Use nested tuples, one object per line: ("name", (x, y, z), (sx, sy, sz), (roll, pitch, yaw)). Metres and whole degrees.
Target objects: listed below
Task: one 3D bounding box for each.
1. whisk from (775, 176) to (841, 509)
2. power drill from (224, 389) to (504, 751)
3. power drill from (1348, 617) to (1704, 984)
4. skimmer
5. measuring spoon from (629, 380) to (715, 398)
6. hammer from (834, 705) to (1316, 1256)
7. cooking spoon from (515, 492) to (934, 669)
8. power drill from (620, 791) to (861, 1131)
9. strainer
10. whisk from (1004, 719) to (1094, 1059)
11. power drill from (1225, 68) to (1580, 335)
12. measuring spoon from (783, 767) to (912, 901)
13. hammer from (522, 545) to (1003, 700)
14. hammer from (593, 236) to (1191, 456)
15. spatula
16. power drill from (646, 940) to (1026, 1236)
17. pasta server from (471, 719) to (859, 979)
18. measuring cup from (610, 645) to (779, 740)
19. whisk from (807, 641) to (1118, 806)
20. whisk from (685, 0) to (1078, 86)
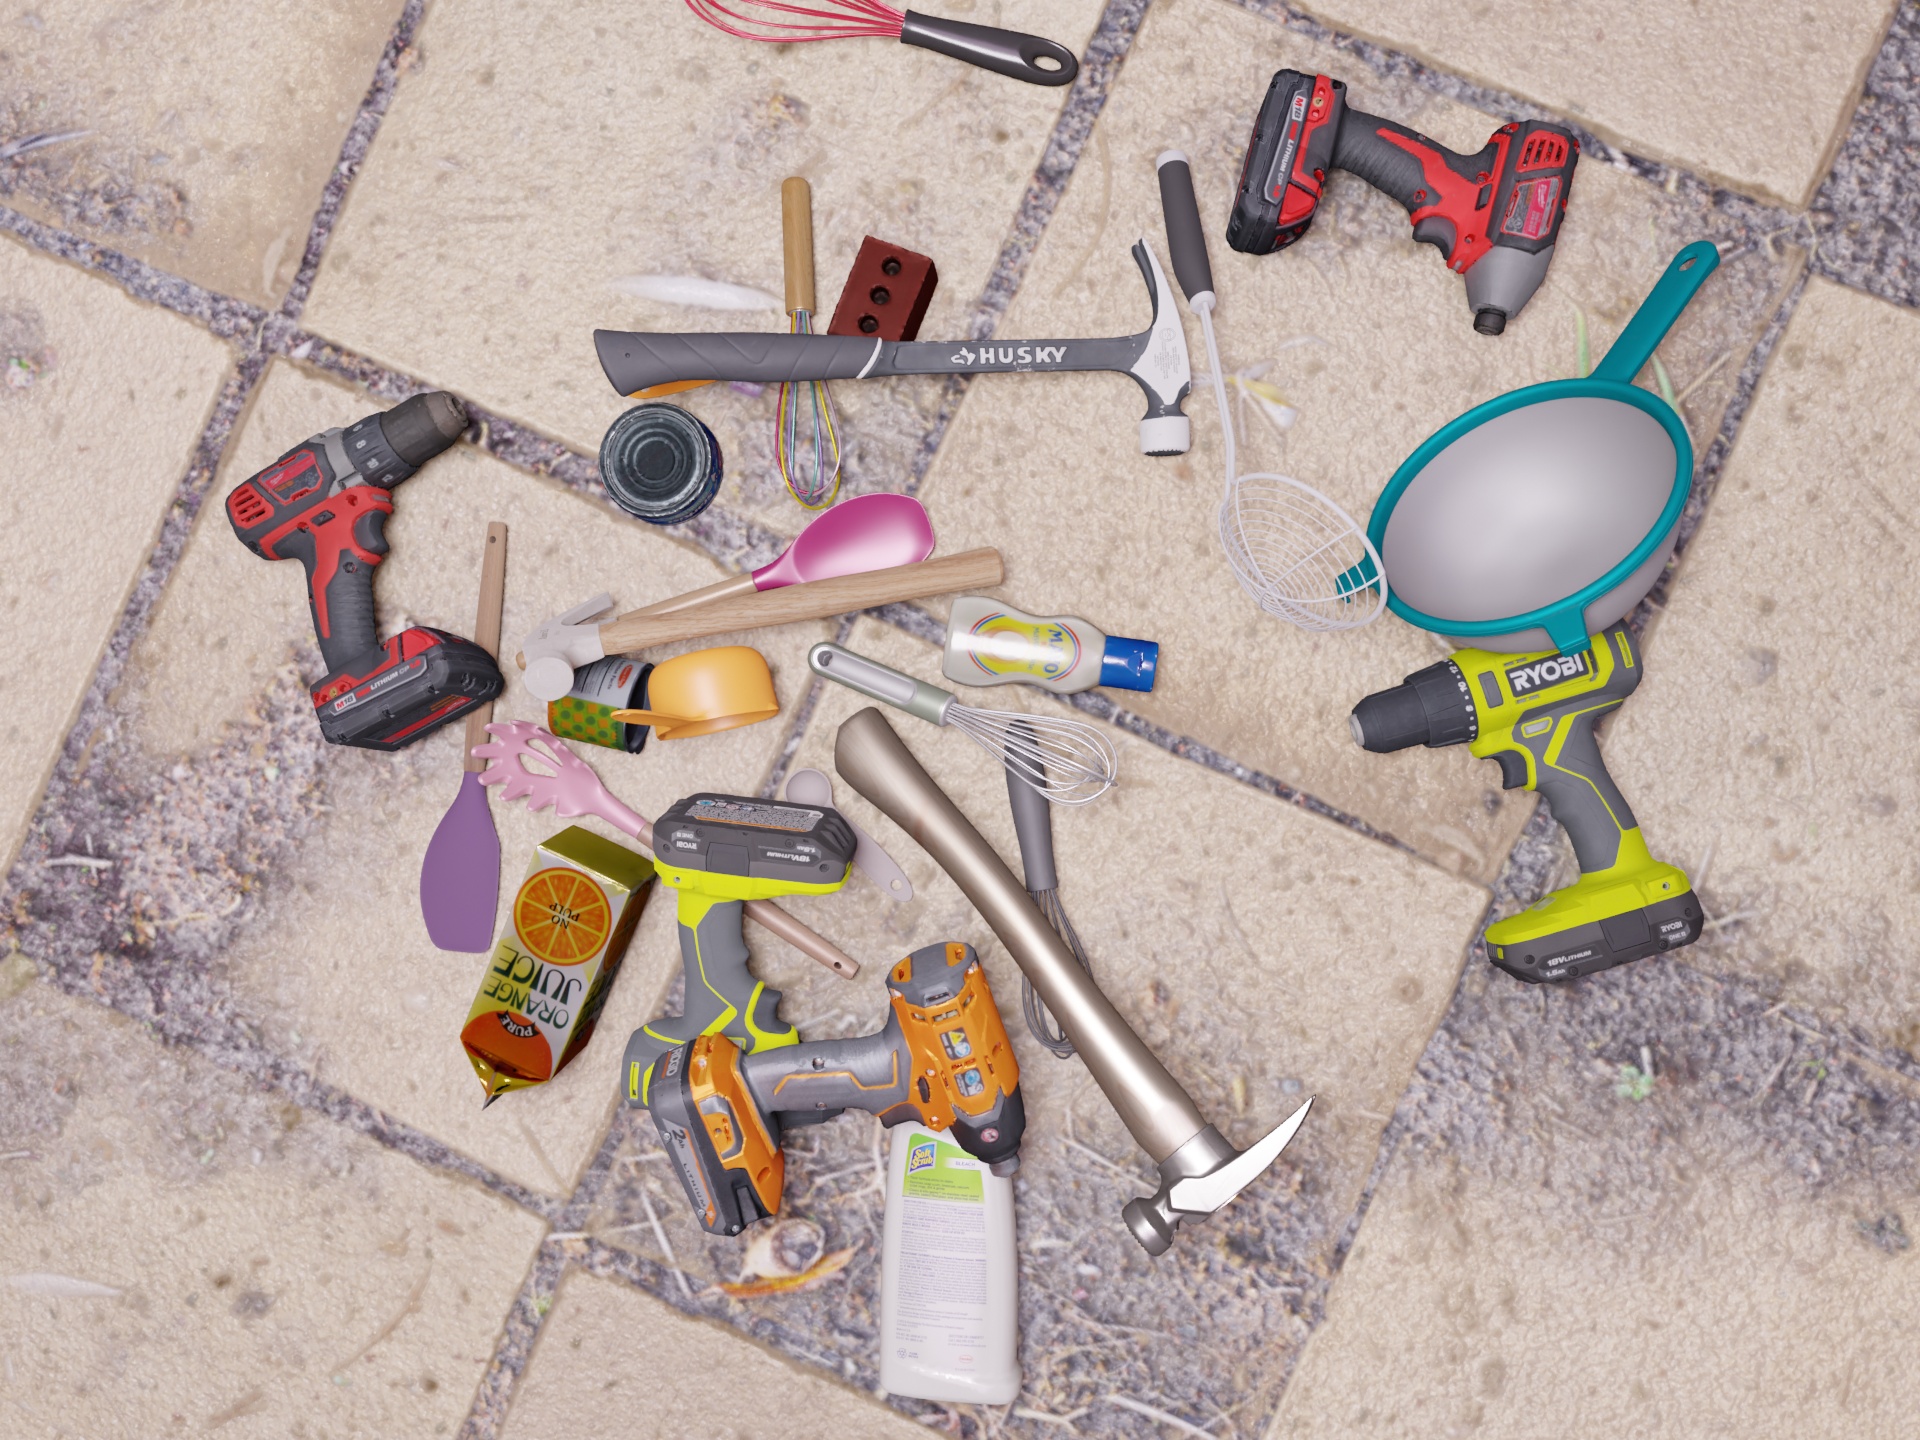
("whisk", (-0.112, -0.271, 1.147), (0.047, 0.051, 0.245), (-1, 84, -16))
("power drill", (-0.407, -0.111, 1.134), (0.188, 0.080, 0.227), (-27, 79, 9))
("power drill", (0.383, 0.056, 1.074), (0.190, 0.080, 0.228), (-17, 84, 3))
("skimmer", (0.204, -0.233, 1.084), (0.090, 0.127, 0.363), (-5, 72, -10))
("measuring spoon", (-0.189, -0.253, 1.165), (0.117, 0.011, 0.021), (-11, 85, 8))
("hammer", (0.057, 0.145, 1.070), (0.146, 0.038, 0.411), (-41, 73, 5))
("cooking spoon", (-0.173, -0.093, 1.152), (0.319, 0.017, 0.068), (-18, 102, 4))
("power drill", (-0.141, 0.172, 1.098), (0.171, 0.080, 0.223), (7, 104, 5))
("strainer", (0.421, -0.167, 1.060), (0.340, 0.211, 0.095), (-52, 127, -11))
("whisk", (0.058, 0.117, 1.114), (0.055, 0.055, 0.239), (-9, 84, 4))
("power drill", (0.303, -0.355, 1.096), (0.219, 0.078, 0.143), (15, 90, 2))
("measuring spoon", (-0.079, 0.084, 1.144), (0.034, 0.018, 0.124), (-43, 92, -2))
("hammer", (-0.133, -0.078, 1.099), (0.331, 0.130, 0.031), (-12, 112, -9))
("hammer", (-0.042, -0.253, 1.088), (0.409, 0.036, 0.149), (-2, 93, -9))
("spatula", (-0.356, 0.012, 1.164), (0.060, 0.018, 0.316), (6, 90, 6))
("power drill", (-0.071, 0.254, 1.042), (0.226, 0.084, 0.164), (-20, 105, 2))
("pasta server", (-0.208, 0.096, 1.140), (0.316, 0.040, 0.060), (33, 103, 4))
("measuring cup", (-0.190, -0.022, 1.076), (0.095, 0.173, 0.052), (-15, 83, 19))
("whisk", (-0.002, -0.004, 1.103), (0.246, 0.059, 0.058), (23, 87, 20))
("whisk", (-0.059, -0.502, 1.140), (0.296, 0.073, 0.073), (14, 89, -2))
